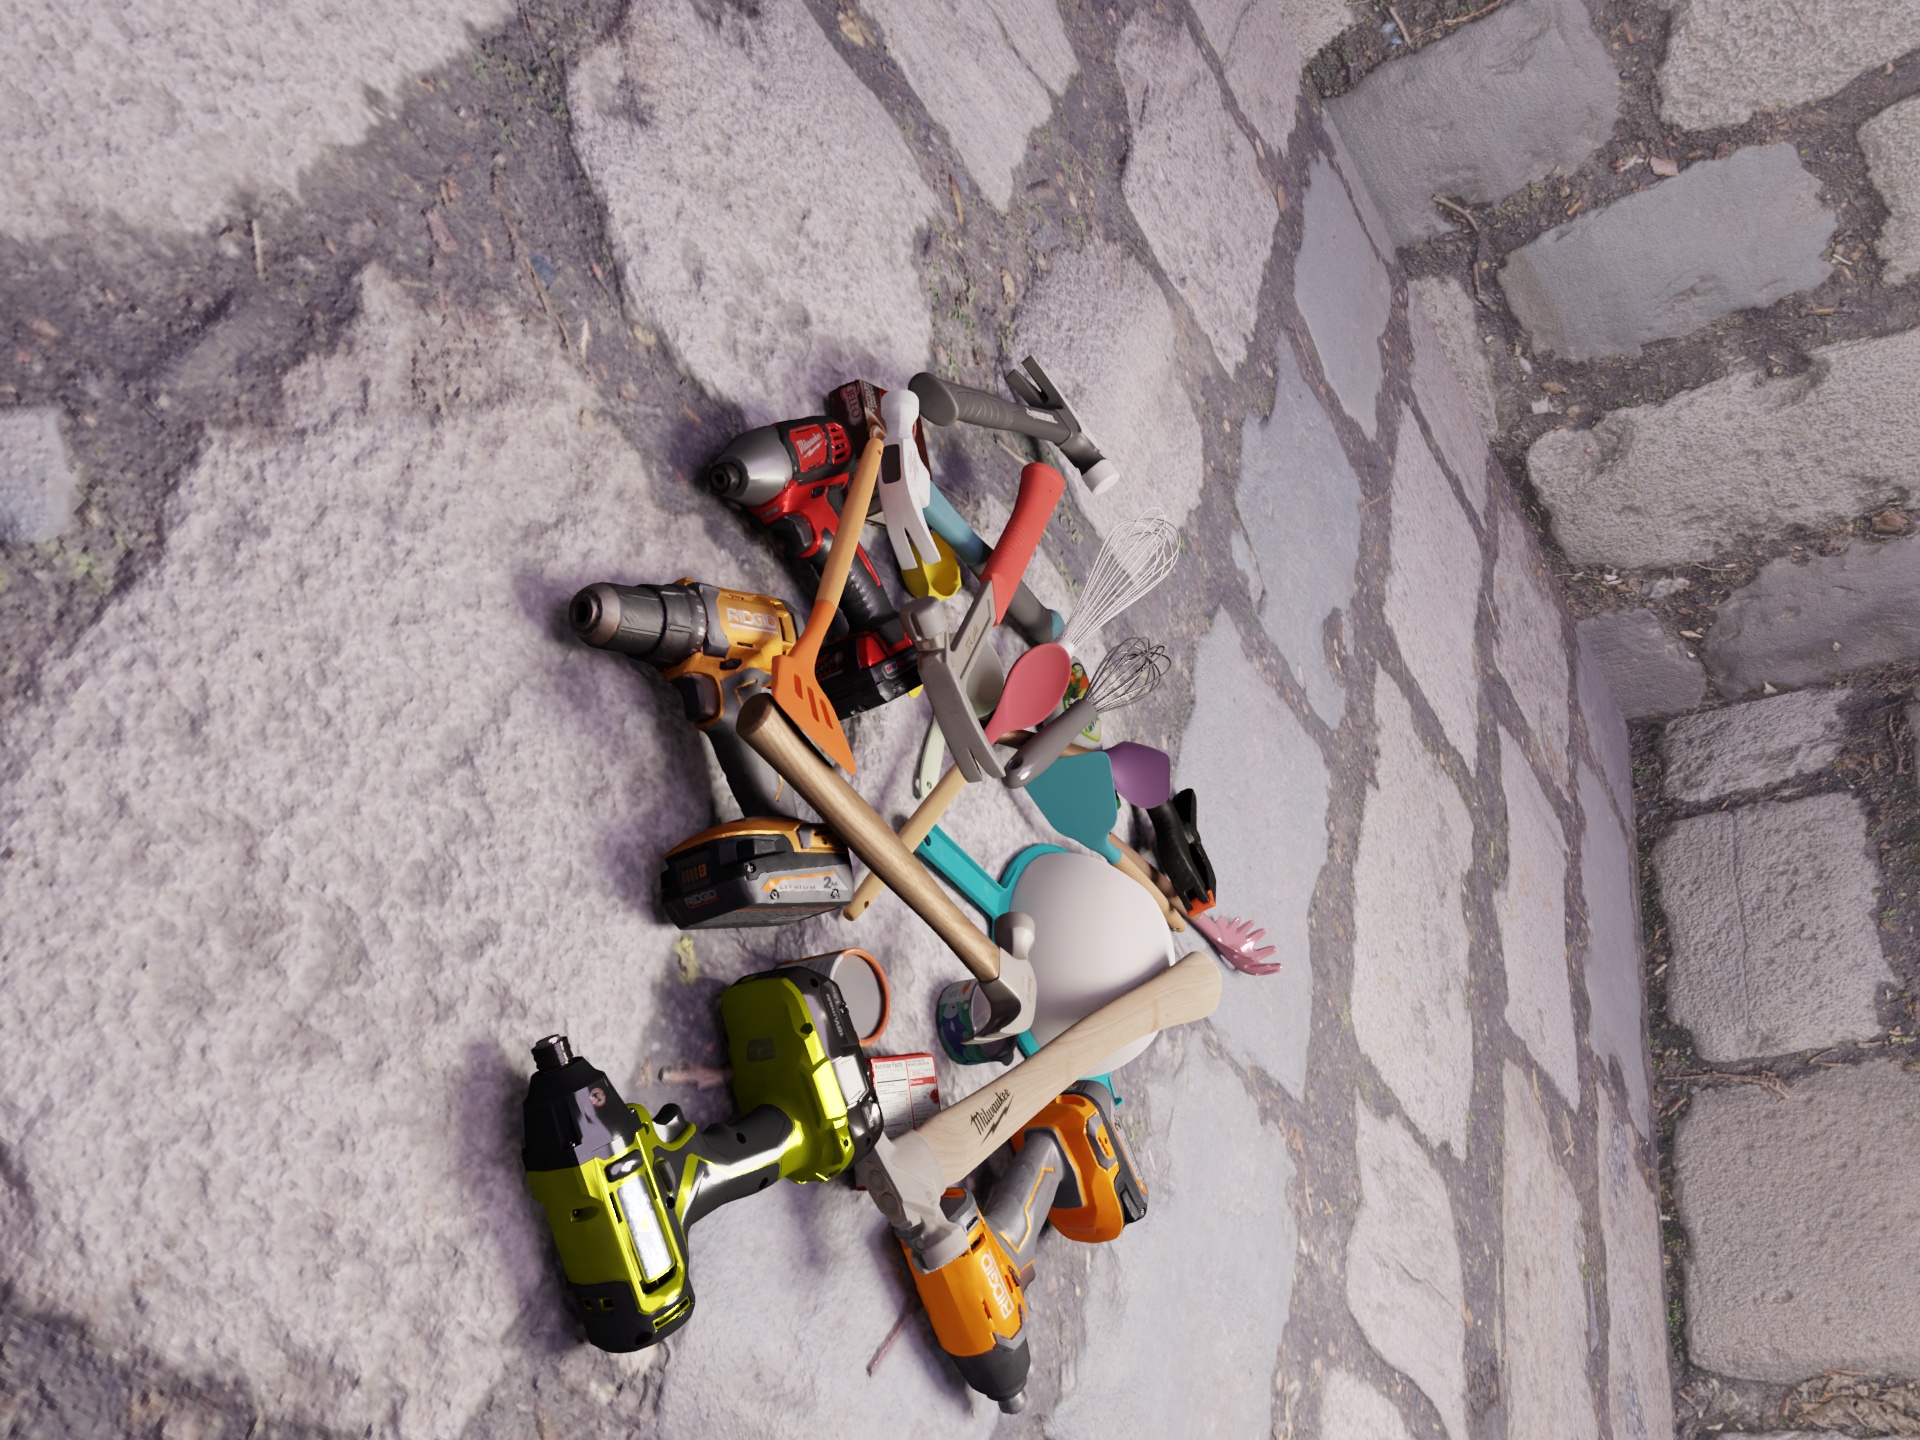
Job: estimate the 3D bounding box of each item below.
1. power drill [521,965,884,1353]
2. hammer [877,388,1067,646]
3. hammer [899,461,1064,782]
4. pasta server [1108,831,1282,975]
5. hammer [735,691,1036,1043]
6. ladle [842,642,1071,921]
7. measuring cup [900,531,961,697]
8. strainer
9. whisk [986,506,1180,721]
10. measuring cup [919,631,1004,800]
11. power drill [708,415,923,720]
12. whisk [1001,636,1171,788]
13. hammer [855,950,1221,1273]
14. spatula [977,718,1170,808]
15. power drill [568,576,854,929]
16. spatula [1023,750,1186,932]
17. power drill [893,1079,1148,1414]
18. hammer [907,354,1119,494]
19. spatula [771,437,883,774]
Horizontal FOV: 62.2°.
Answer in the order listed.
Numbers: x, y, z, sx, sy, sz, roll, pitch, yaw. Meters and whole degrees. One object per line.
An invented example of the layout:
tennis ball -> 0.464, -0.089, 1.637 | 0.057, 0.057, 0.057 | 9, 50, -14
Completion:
power drill -> -0.153, 0.236, 0.936 | 0.223, 0.080, 0.171 | -22, 95, -54
hammer -> 0.017, -0.138, 1.339 | 0.330, 0.033, 0.128 | 41, 44, -55
hammer -> 0.036, -0.107, 1.281 | 0.359, 0.037, 0.149 | -65, 138, -54
pasta server -> 0.223, 0.176, 1.562 | 0.315, 0.040, 0.060 | 41, 26, -39
hammer -> -0.040, 0.101, 1.047 | 0.331, 0.031, 0.130 | 50, 27, -35
ladle -> -0.001, 0.044, 1.232 | 0.315, 0.031, 0.069 | -51, 137, -37
measuring cup -> -0.035, -0.084, 1.301 | 0.062, 0.029, 0.157 | 42, 49, -43
strainer -> 0.087, 0.165, 1.307 | 0.340, 0.095, 0.211 | 45, 42, -39
whisk -> 0.107, -0.084, 1.412 | 0.285, 0.070, 0.070 | -51, 122, -23
measuring cup -> -0.002, -0.004, 1.300 | 0.083, 0.038, 0.168 | 48, 40, -34
power drill -> -0.103, -0.113, 1.166 | 0.143, 0.078, 0.219 | -30, 98, -58
whisk -> 0.107, -0.007, 1.351 | 0.239, 0.055, 0.055 | -40, 110, -41
hammer -> 0.070, 0.245, 1.178 | 0.410, 0.038, 0.146 | -20, 77, -49
spatula -> 0.100, 0.032, 1.389 | 0.315, 0.018, 0.060 | 16, 72, -49
power drill -> -0.160, 0.016, 1.019 | 0.185, 0.084, 0.226 | 8, 65, -55
spatula -> 0.150, 0.123, 1.443 | 0.317, 0.082, 0.044 | 47, 35, -51
power drill -> 0.052, 0.385, 1.176 | 0.226, 0.084, 0.164 | -31, 103, -52
hammer -> 0.039, -0.274, 1.407 | 0.146, 0.035, 0.334 | 57, 23, 11
spatula -> -0.080, -0.096, 1.085 | 0.081, 0.041, 0.323 | 47, 36, -32
